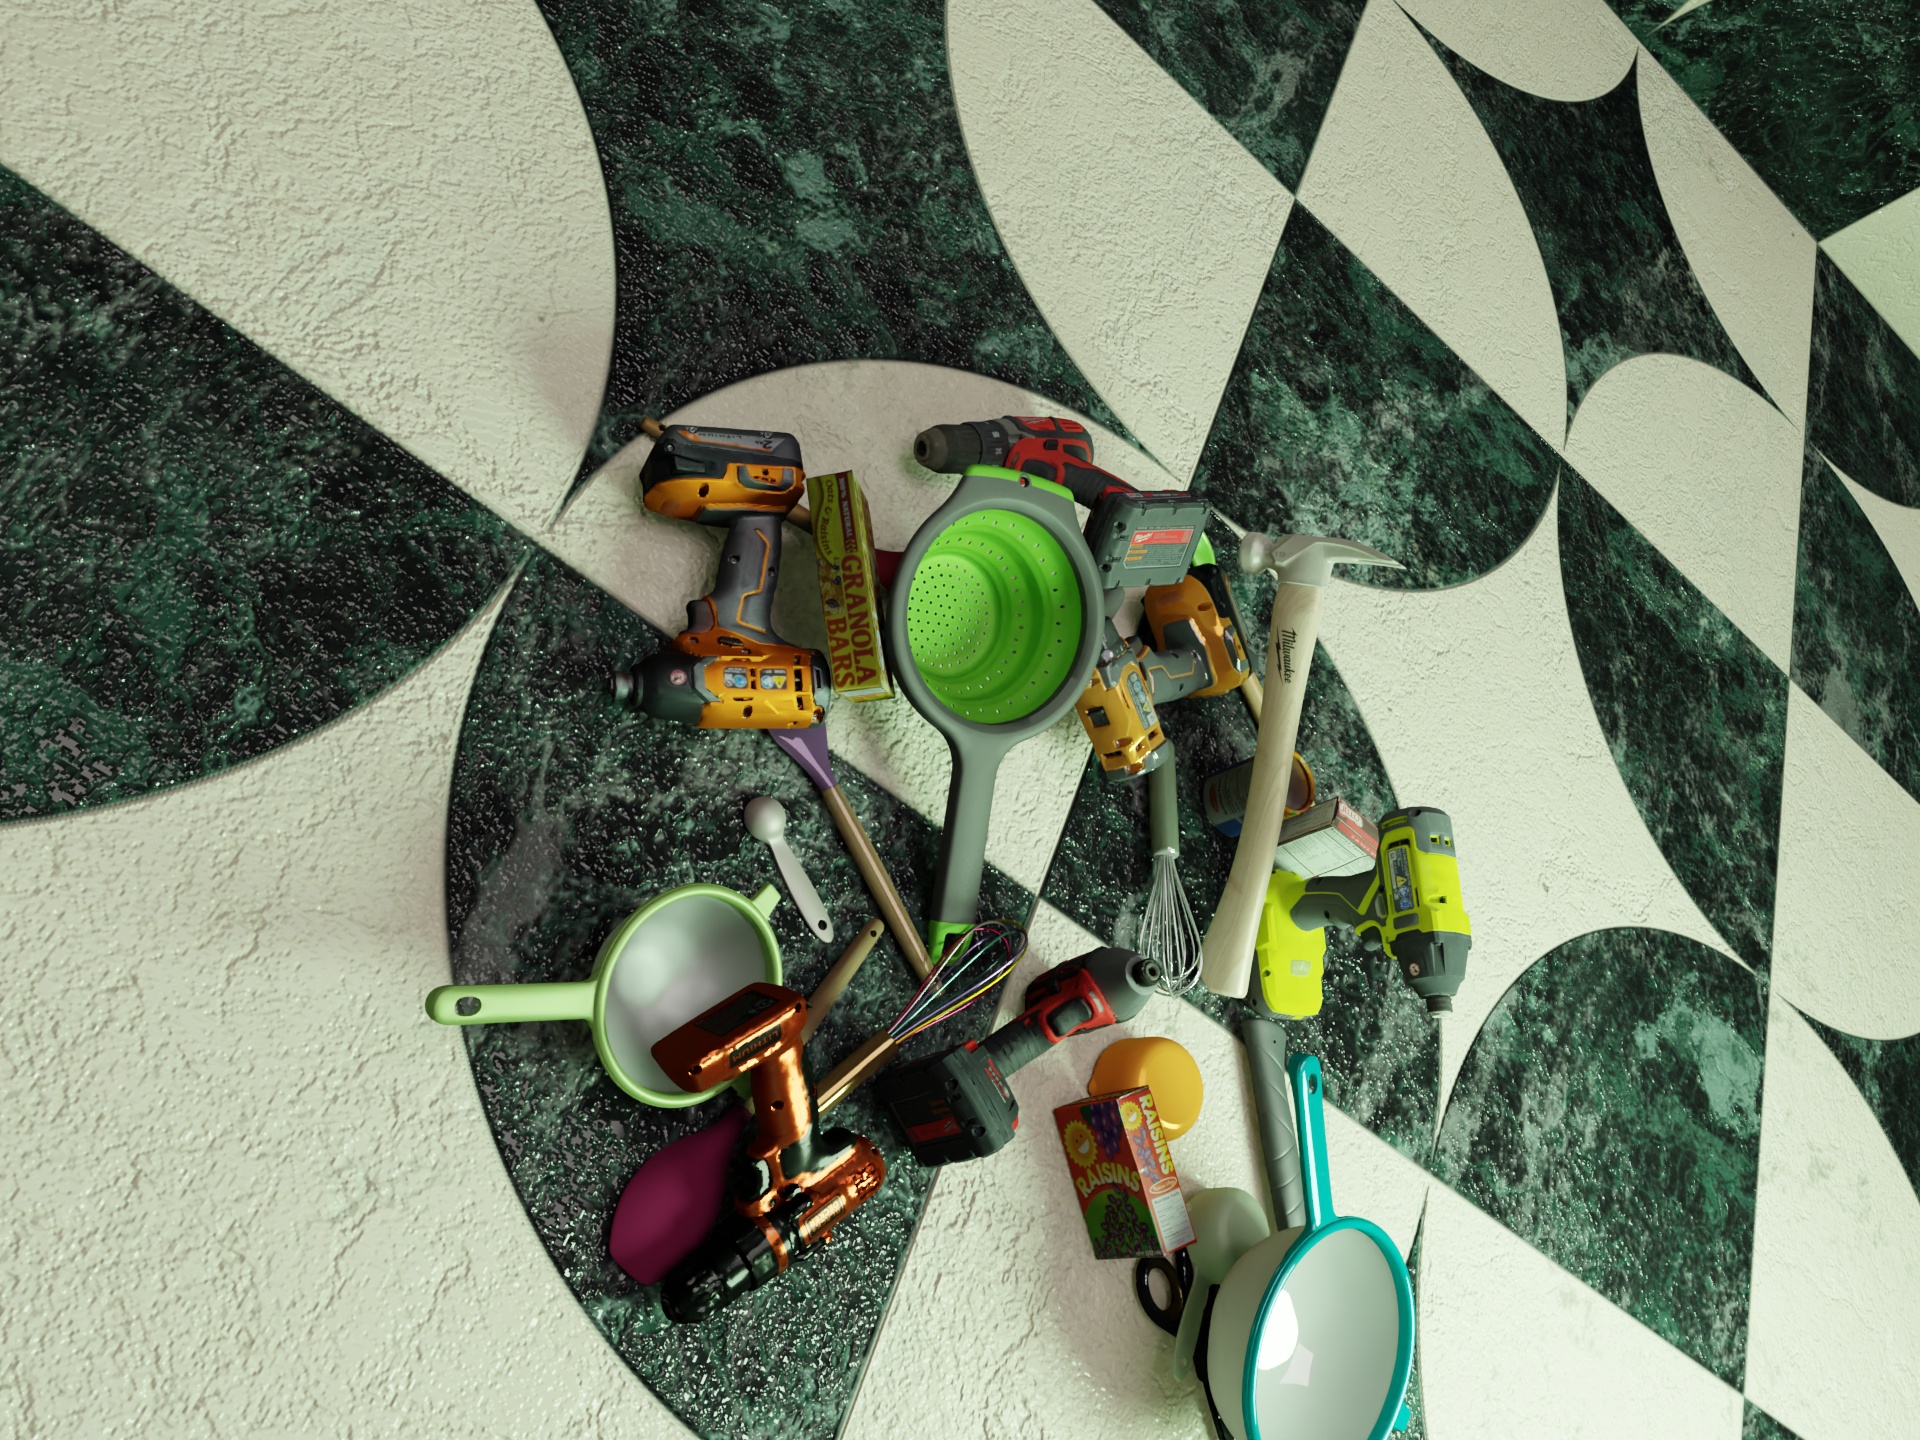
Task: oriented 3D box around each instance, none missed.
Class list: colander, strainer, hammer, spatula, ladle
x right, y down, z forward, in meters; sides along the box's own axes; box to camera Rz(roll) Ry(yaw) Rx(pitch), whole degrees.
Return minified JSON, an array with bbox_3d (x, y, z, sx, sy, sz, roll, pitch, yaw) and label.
[{"bbox_3d":[-0.002,-0.004,1.294,0.204,0.094,0.397,9,89,-33],"label":"colander"},{"bbox_3d":[-0.239,0.179,1.051,0.256,0.069,0.151,6,90,-42],"label":"strainer"},{"bbox_3d":[0.282,0.041,1.397,0.038,0.146,0.410,11,89,-54],"label":"hammer"},{"bbox_3d":[0.284,0.460,1.358,0.149,0.036,0.409,6,68,-33],"label":"hammer"},{"bbox_3d":[-0.089,0.075,1.249,0.060,0.018,0.316,-26,87,-40],"label":"spatula"},{"bbox_3d":[-0.124,-0.164,1.314,0.315,0.031,0.069,30,58,-22],"label":"ladle"},{"bbox_3d":[0.251,0.422,1.237,0.211,0.095,0.340,-9,95,-40],"label":"strainer"}]

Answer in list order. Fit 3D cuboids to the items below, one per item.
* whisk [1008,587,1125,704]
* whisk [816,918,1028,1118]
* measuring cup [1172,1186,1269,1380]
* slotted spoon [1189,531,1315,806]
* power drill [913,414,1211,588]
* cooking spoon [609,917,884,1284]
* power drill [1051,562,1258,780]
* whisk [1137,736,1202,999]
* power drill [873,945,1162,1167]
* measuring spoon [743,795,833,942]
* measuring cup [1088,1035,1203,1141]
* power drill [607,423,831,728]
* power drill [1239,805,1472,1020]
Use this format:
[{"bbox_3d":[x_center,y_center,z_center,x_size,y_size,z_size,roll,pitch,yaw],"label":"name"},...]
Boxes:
[{"bbox_3d":[0.091,-0.058,1.416,0.055,0.055,0.239,50,48,-9],"label":"whisk"},{"bbox_3d":[-0.040,0.226,1.198,0.245,0.051,0.047,-37,77,-29],"label":"whisk"},{"bbox_3d":[0.207,0.451,1.277,0.083,0.038,0.168,47,44,-19],"label":"measuring cup"},{"bbox_3d":[0.275,-0.049,1.558,0.070,0.031,0.314,-26,90,-39],"label":"slotted spoon"},{"bbox_3d":[0.084,-0.202,1.386,0.187,0.080,0.227,-7,36,-39],"label":"power drill"},{"bbox_3d":[-0.141,0.259,1.138,0.068,0.017,0.319,47,52,-13],"label":"cooking spoon"},{"bbox_3d":[0.166,-0.071,1.422,0.226,0.084,0.185,-34,105,-47],"label":"power drill"},{"bbox_3d":[0.183,0.127,1.413,0.059,0.058,0.247,48,38,-57],"label":"whisk"},{"bbox_3d":[0.054,0.243,1.208,0.219,0.143,0.078,-29,88,-37],"label":"power drill"},{"bbox_3d":[-0.125,0.113,1.208,0.034,0.018,0.124,-28,90,-40],"label":"measuring spoon"},{"bbox_3d":[0.158,0.344,1.299,0.095,0.052,0.174,13,66,-32],"label":"measuring cup"},{"bbox_3d":[-0.188,-0.104,1.204,0.164,0.084,0.227,0,76,-24],"label":"power drill"},{"bbox_3d":[0.340,0.185,1.383,0.080,0.223,0.171,11,66,-32],"label":"power drill"}]
